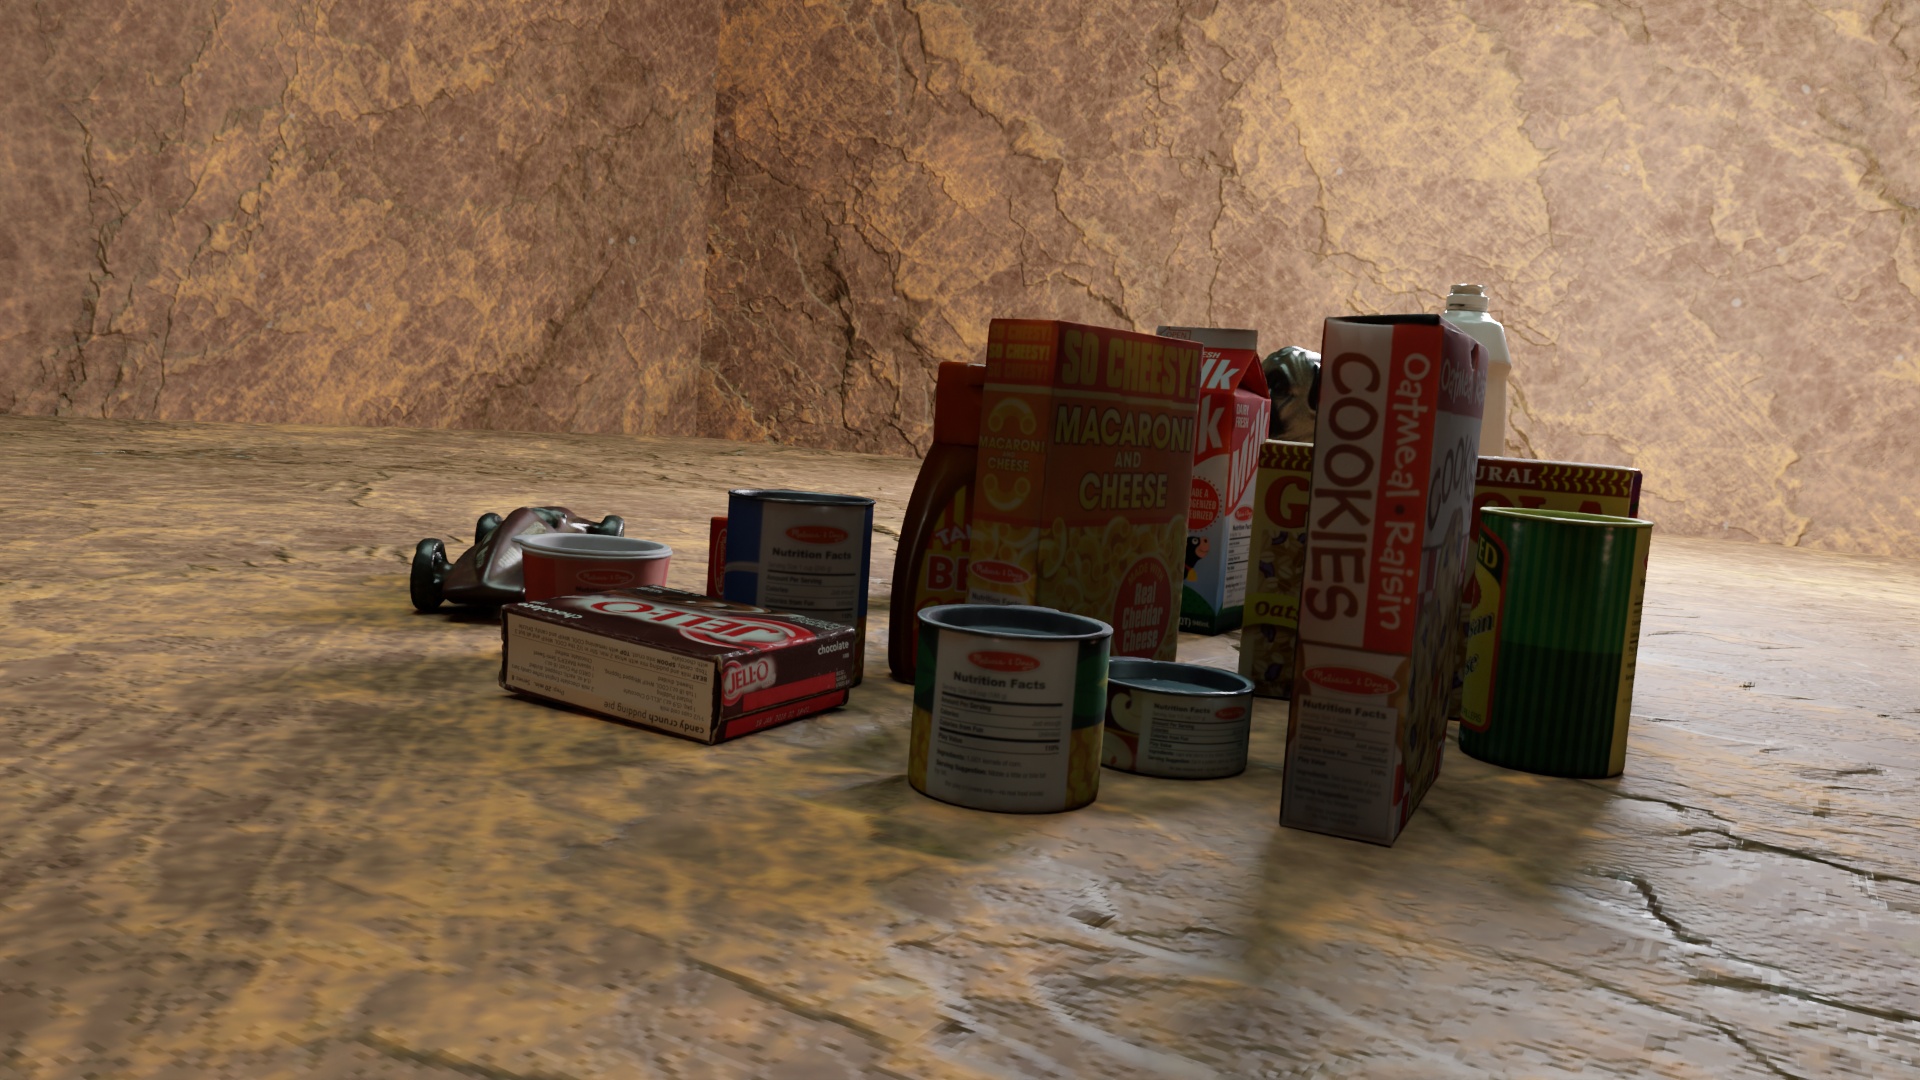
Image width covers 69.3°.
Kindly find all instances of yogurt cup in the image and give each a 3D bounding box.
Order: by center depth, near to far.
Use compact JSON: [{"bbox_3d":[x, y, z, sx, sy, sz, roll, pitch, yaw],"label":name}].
[{"bbox_3d":[-0.169,0.027,0.640,0.072,0.054,0.072,4,5,0],"label":"yogurt cup"}]

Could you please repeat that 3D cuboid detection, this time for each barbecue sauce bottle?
[{"bbox_3d":[0.002,-0.008,0.648,0.065,0.148,0.043,3,5,-16],"label":"barbecue sauce bottle"}]

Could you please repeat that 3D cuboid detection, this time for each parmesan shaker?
[{"bbox_3d":[0.244,0.040,0.574,0.071,0.103,0.071,4,5,0],"label":"parmesan shaker"}]

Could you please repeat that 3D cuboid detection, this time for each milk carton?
[{"bbox_3d":[0.150,-0.041,0.889,0.072,0.190,0.073,7,6,30],"label":"milk carton"}]

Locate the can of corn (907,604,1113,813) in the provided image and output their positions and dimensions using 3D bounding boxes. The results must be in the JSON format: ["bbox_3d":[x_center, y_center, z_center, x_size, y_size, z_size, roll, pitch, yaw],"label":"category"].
[{"bbox_3d":[0.017,0.055,0.474,0.071,0.058,0.071,4,5,0],"label":"can of corn"}]

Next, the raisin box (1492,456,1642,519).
[{"bbox_3d":[0.332,0.016,0.792,0.086,0.123,0.040,4,5,-1],"label":"raisin box"}]

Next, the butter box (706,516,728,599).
[{"bbox_3d":[-0.118,0.011,0.858,0.024,0.053,0.104,7,6,25],"label":"butter box"}]

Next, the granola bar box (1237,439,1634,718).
[{"bbox_3d":[0.222,0.019,0.664,0.165,0.124,0.039,6,5,13],"label":"granola bar box"}]

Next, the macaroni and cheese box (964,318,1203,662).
[{"bbox_3d":[0.055,-0.010,0.619,0.040,0.166,0.124,8,6,38],"label":"macaroni and cheese box"}]

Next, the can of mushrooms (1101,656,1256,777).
[{"bbox_3d":[0.077,0.066,0.533,0.071,0.033,0.071,4,5,0],"label":"can of mushrooms"}]

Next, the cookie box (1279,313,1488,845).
[{"bbox_3d":[0.153,0.009,0.491,0.040,0.167,0.123,7,5,26],"label":"cookie box"}]

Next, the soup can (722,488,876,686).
[{"bbox_3d":[-0.075,0.020,0.630,0.071,0.083,0.071,4,5,0],"label":"soup can"}]
